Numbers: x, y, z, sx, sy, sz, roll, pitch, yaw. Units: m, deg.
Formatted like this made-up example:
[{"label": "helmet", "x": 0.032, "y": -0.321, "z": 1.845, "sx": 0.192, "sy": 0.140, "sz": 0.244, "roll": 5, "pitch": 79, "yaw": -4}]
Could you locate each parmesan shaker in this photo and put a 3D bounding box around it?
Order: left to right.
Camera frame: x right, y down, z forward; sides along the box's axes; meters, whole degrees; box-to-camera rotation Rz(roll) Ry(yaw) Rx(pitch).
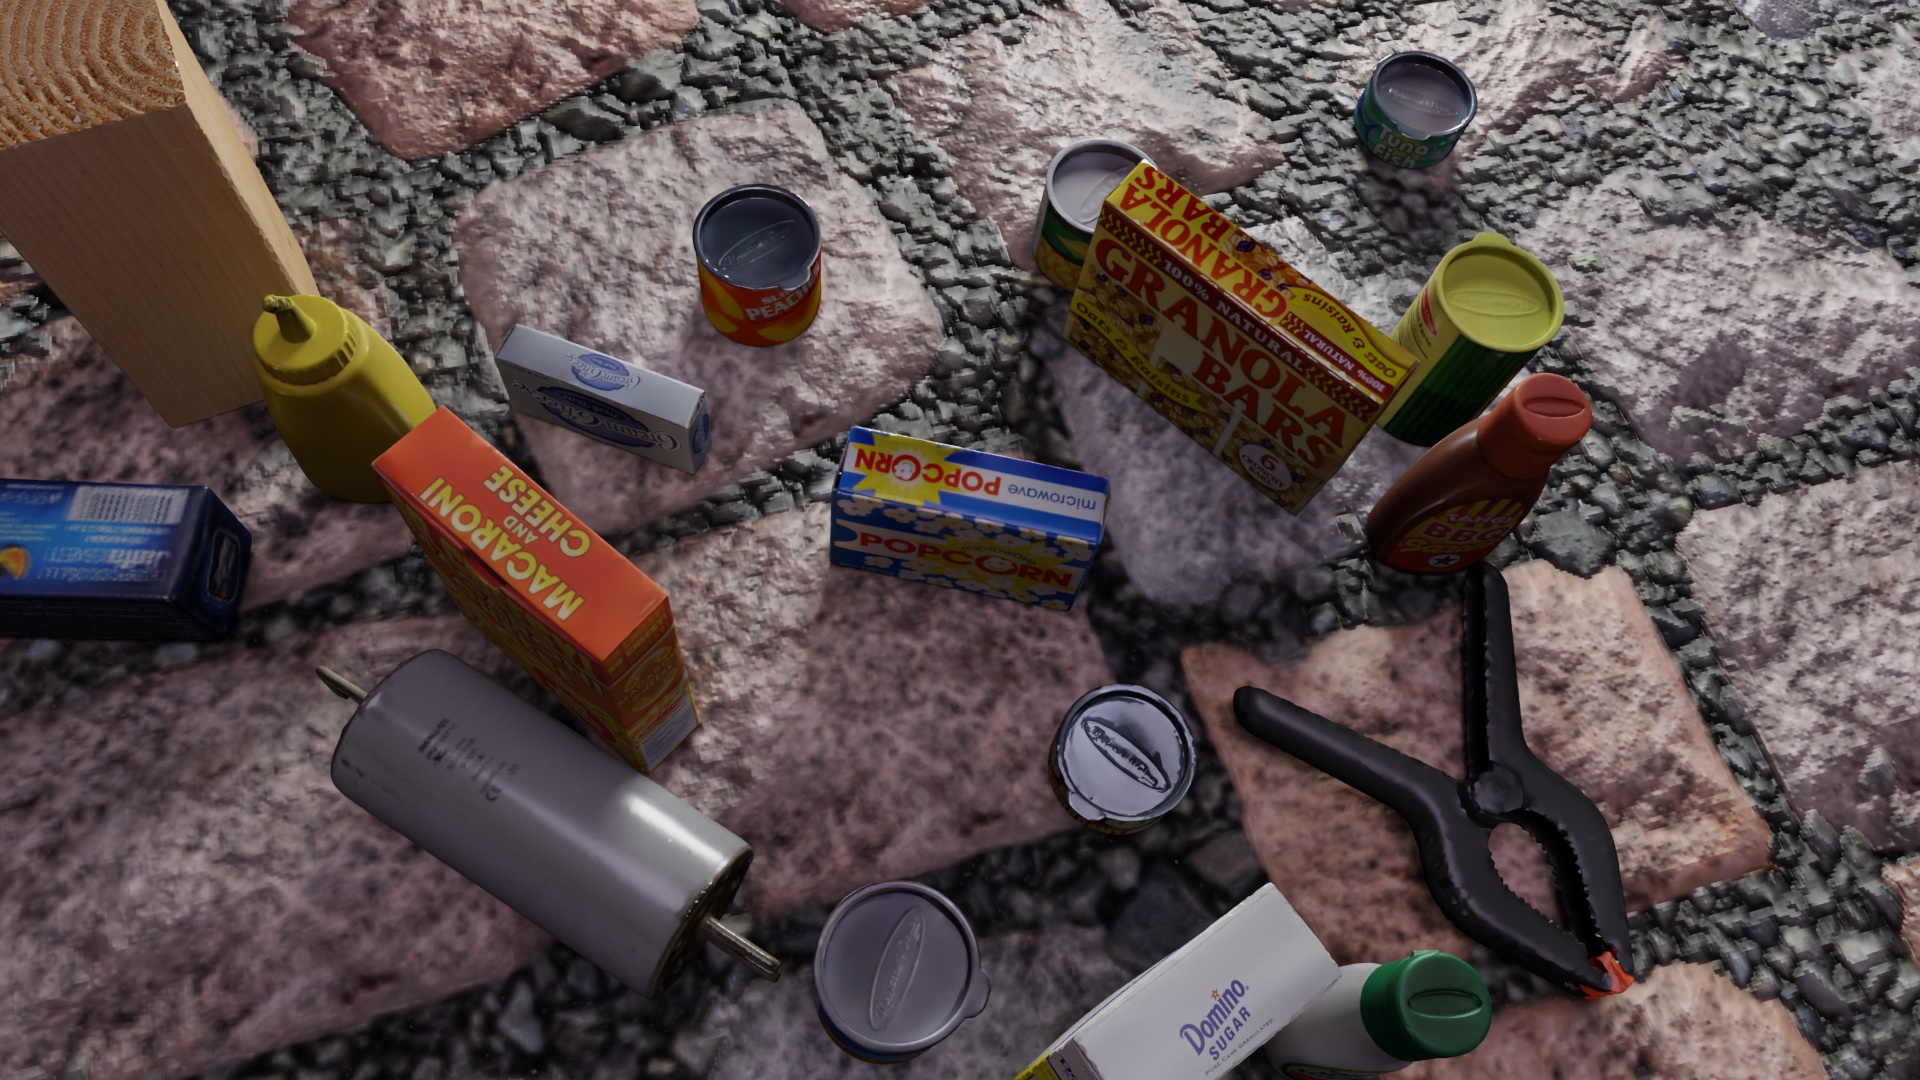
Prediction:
[{"label": "parmesan shaker", "x": 0.263, "y": -0.104, "z": 0.735, "sx": 0.071, "sy": 0.102, "sz": 0.071, "roll": 2, "pitch": 66, "yaw": -5}]

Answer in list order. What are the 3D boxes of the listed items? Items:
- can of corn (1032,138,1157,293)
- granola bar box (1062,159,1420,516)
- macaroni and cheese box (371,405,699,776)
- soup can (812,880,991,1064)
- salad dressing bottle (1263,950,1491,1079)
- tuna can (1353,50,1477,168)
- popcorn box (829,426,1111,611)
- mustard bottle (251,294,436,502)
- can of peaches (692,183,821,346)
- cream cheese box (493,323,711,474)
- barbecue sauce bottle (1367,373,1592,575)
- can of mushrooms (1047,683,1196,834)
[{"label": "can of corn", "x": 0.078, "y": -0.177, "z": 0.773, "sx": 0.071, "sy": 0.058, "sz": 0.071, "roll": 2, "pitch": 66, "yaw": -5}, {"label": "granola bar box", "x": 0.134, "y": -0.098, "z": 0.707, "sx": 0.166, "sy": 0.123, "sz": 0.039, "roll": 40, "pitch": 68, "yaw": 11}, {"label": "macaroni and cheese box", "x": -0.174, "y": 0.030, "z": 0.593, "sx": 0.124, "sy": 0.165, "sz": 0.040, "roll": 38, "pitch": 68, "yaw": 11}, {"label": "soup can", "x": -0.026, "y": 0.185, "z": 0.584, "sx": 0.071, "sy": 0.083, "sz": 0.071, "roll": 2, "pitch": 66, "yaw": -5}, {"label": "salad dressing bottle", "x": 0.167, "y": 0.195, "z": 0.566, "sx": 0.064, "sy": 0.147, "sz": 0.044, "roll": 1, "pitch": 66, "yaw": -6}, {"label": "tuna can", "x": 0.276, "y": -0.260, "z": 0.846, "sx": 0.071, "sy": 0.032, "sz": 0.071, "roll": 2, "pitch": 66, "yaw": -5}, {"label": "popcorn box", "x": 0.002, "y": -0.008, "z": 0.674, "sx": 0.127, "sy": 0.085, "sz": 0.038, "roll": 11, "pitch": 66, "yaw": -1}, {"label": "mustard bottle", "x": -0.281, "y": -0.069, "z": 0.629, "sx": 0.065, "sy": 0.159, "sz": 0.049, "roll": -10, "pitch": 68, "yaw": -10}, {"label": "can of peaches", "x": -0.106, "y": -0.144, "z": 0.738, "sx": 0.071, "sy": 0.057, "sz": 0.071, "roll": 2, "pitch": 66, "yaw": -5}, {"label": "cream cheese box", "x": -0.178, "y": -0.070, "z": 0.700, "sx": 0.104, "sy": 0.053, "sz": 0.024, "roll": 20, "pitch": 66, "yaw": 3}, {"label": "barbecue sauce bottle", "x": 0.253, "y": -0.030, "z": 0.676, "sx": 0.065, "sy": 0.148, "sz": 0.044, "roll": 2, "pitch": 66, "yaw": -5}, {"label": "can of mushrooms", "x": 0.074, "y": 0.106, "z": 0.659, "sx": 0.071, "sy": 0.033, "sz": 0.071, "roll": 2, "pitch": 66, "yaw": -5}]
